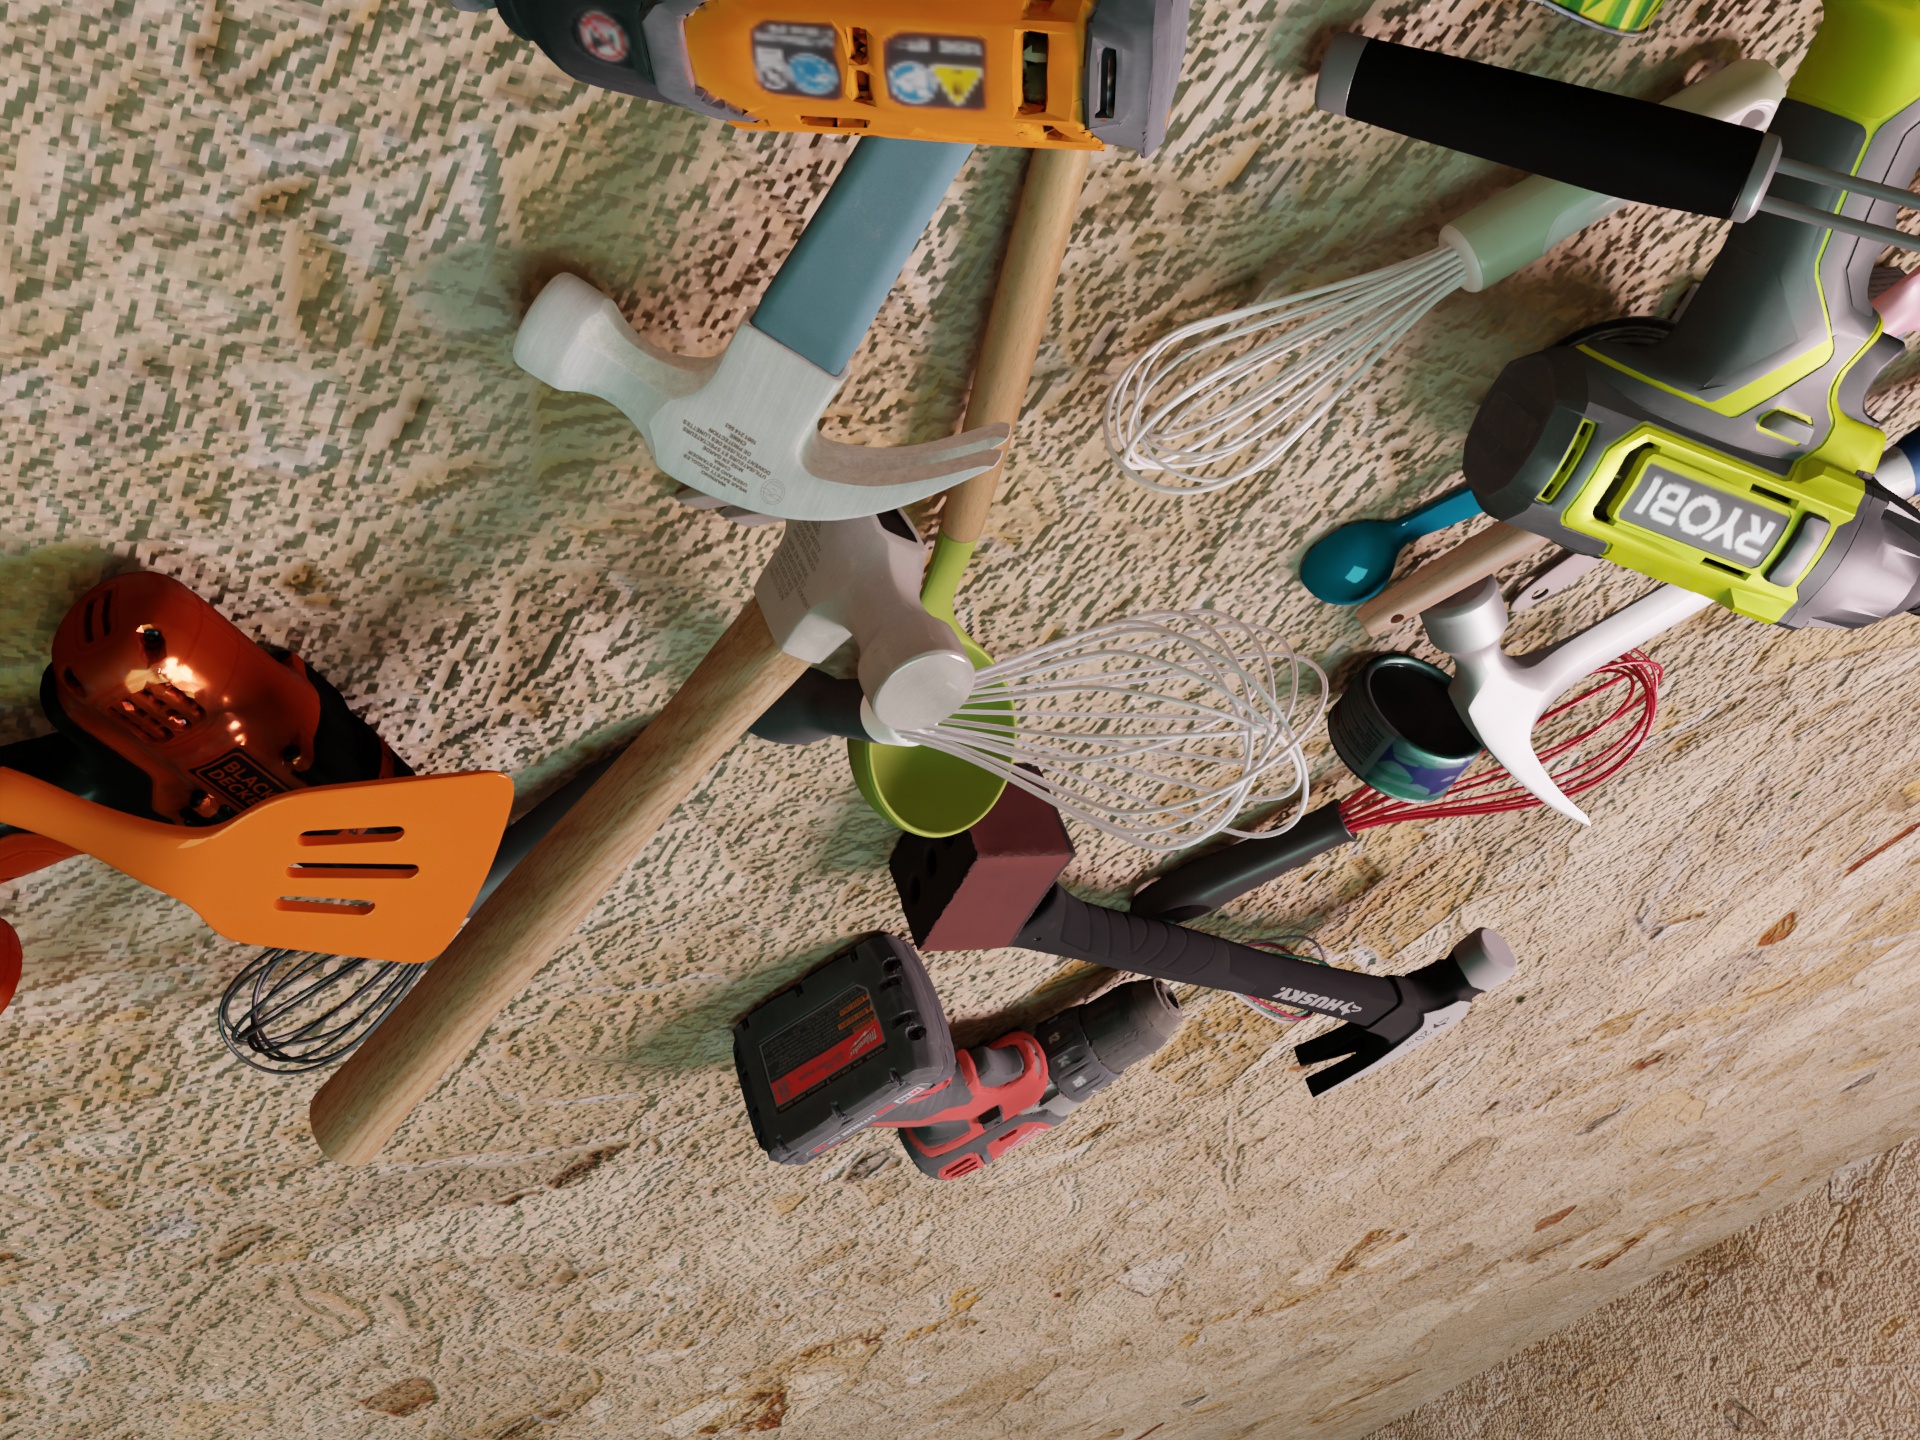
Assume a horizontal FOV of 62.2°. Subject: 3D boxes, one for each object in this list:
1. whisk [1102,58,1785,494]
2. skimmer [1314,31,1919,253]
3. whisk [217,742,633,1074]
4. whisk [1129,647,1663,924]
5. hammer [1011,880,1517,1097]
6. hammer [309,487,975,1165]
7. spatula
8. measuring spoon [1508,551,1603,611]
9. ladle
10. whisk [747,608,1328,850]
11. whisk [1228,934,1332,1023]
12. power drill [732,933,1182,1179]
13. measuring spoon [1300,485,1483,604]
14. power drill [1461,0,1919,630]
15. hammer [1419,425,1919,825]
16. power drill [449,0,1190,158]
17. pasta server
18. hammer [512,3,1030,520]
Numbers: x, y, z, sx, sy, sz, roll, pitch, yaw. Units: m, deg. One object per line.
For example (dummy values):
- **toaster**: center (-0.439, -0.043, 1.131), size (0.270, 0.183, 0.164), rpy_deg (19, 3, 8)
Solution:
- **whisk**: center (0.158, -0.147, 0.522), size (0.246, 0.059, 0.057), rpy_deg (-29, 158, 3)
- **skimmer**: center (0.259, -0.125, 0.382), size (0.127, 0.363, 0.090), rpy_deg (-69, 164, 5)
- **whisk**: center (-0.197, 0.071, 0.633), size (0.239, 0.055, 0.055), rpy_deg (-33, 145, 9)
- **whisk**: center (0.214, 0.043, 0.811), size (0.296, 0.073, 0.073), rpy_deg (-29, 146, 22)
- **hammer**: center (0.145, 0.137, 0.858), size (0.334, 0.035, 0.146), rpy_deg (18, 130, -34)
- **hammer**: center (-0.129, 0.044, 0.537), size (0.031, 0.130, 0.331), rpy_deg (20, 123, -44)
- **spatula**: center (-0.292, 0.008, 0.441), size (0.322, 0.041, 0.081), rpy_deg (20, 117, -20)
- **measuring spoon**: center (0.305, -0.081, 0.716), size (0.124, 0.018, 0.034), rpy_deg (-36, 144, 19)
- **ladle**: center (0.014, -0.077, 0.533), size (0.078, 0.062, 0.320), rpy_deg (-31, 152, -36)
- **whisk**: center (-0.002, -0.001, 0.502), size (0.070, 0.070, 0.285), rpy_deg (8, 177, -36)
- **whisk**: center (0.142, 0.140, 0.922), size (0.244, 0.047, 0.051), rpy_deg (18, 132, -38)
- **power drill**: center (0.006, 0.185, 0.879), size (0.188, 0.080, 0.226), rpy_deg (-34, 147, 18)
- **measuring spoon**: center (0.205, -0.080, 0.661), size (0.128, 0.021, 0.042), rpy_deg (-24, 146, 7)
- **power drill**: center (0.283, -0.138, 0.488), size (0.171, 0.080, 0.223), rpy_deg (17, 117, -12)
- **hammer**: center (0.397, -0.098, 0.688), size (0.405, 0.035, 0.144), rpy_deg (-30, 122, 3)
- **power drill**: center (-0.037, -0.206, 0.274), size (0.164, 0.084, 0.226), rpy_deg (6, 144, 7)
- **pasta server**: center (0.295, -0.113, 0.605), size (0.316, 0.040, 0.060), rpy_deg (-32, 133, 18)
- **hammer**: center (0.015, -0.182, 0.374), size (0.128, 0.033, 0.331), rpy_deg (32, 121, -9)
